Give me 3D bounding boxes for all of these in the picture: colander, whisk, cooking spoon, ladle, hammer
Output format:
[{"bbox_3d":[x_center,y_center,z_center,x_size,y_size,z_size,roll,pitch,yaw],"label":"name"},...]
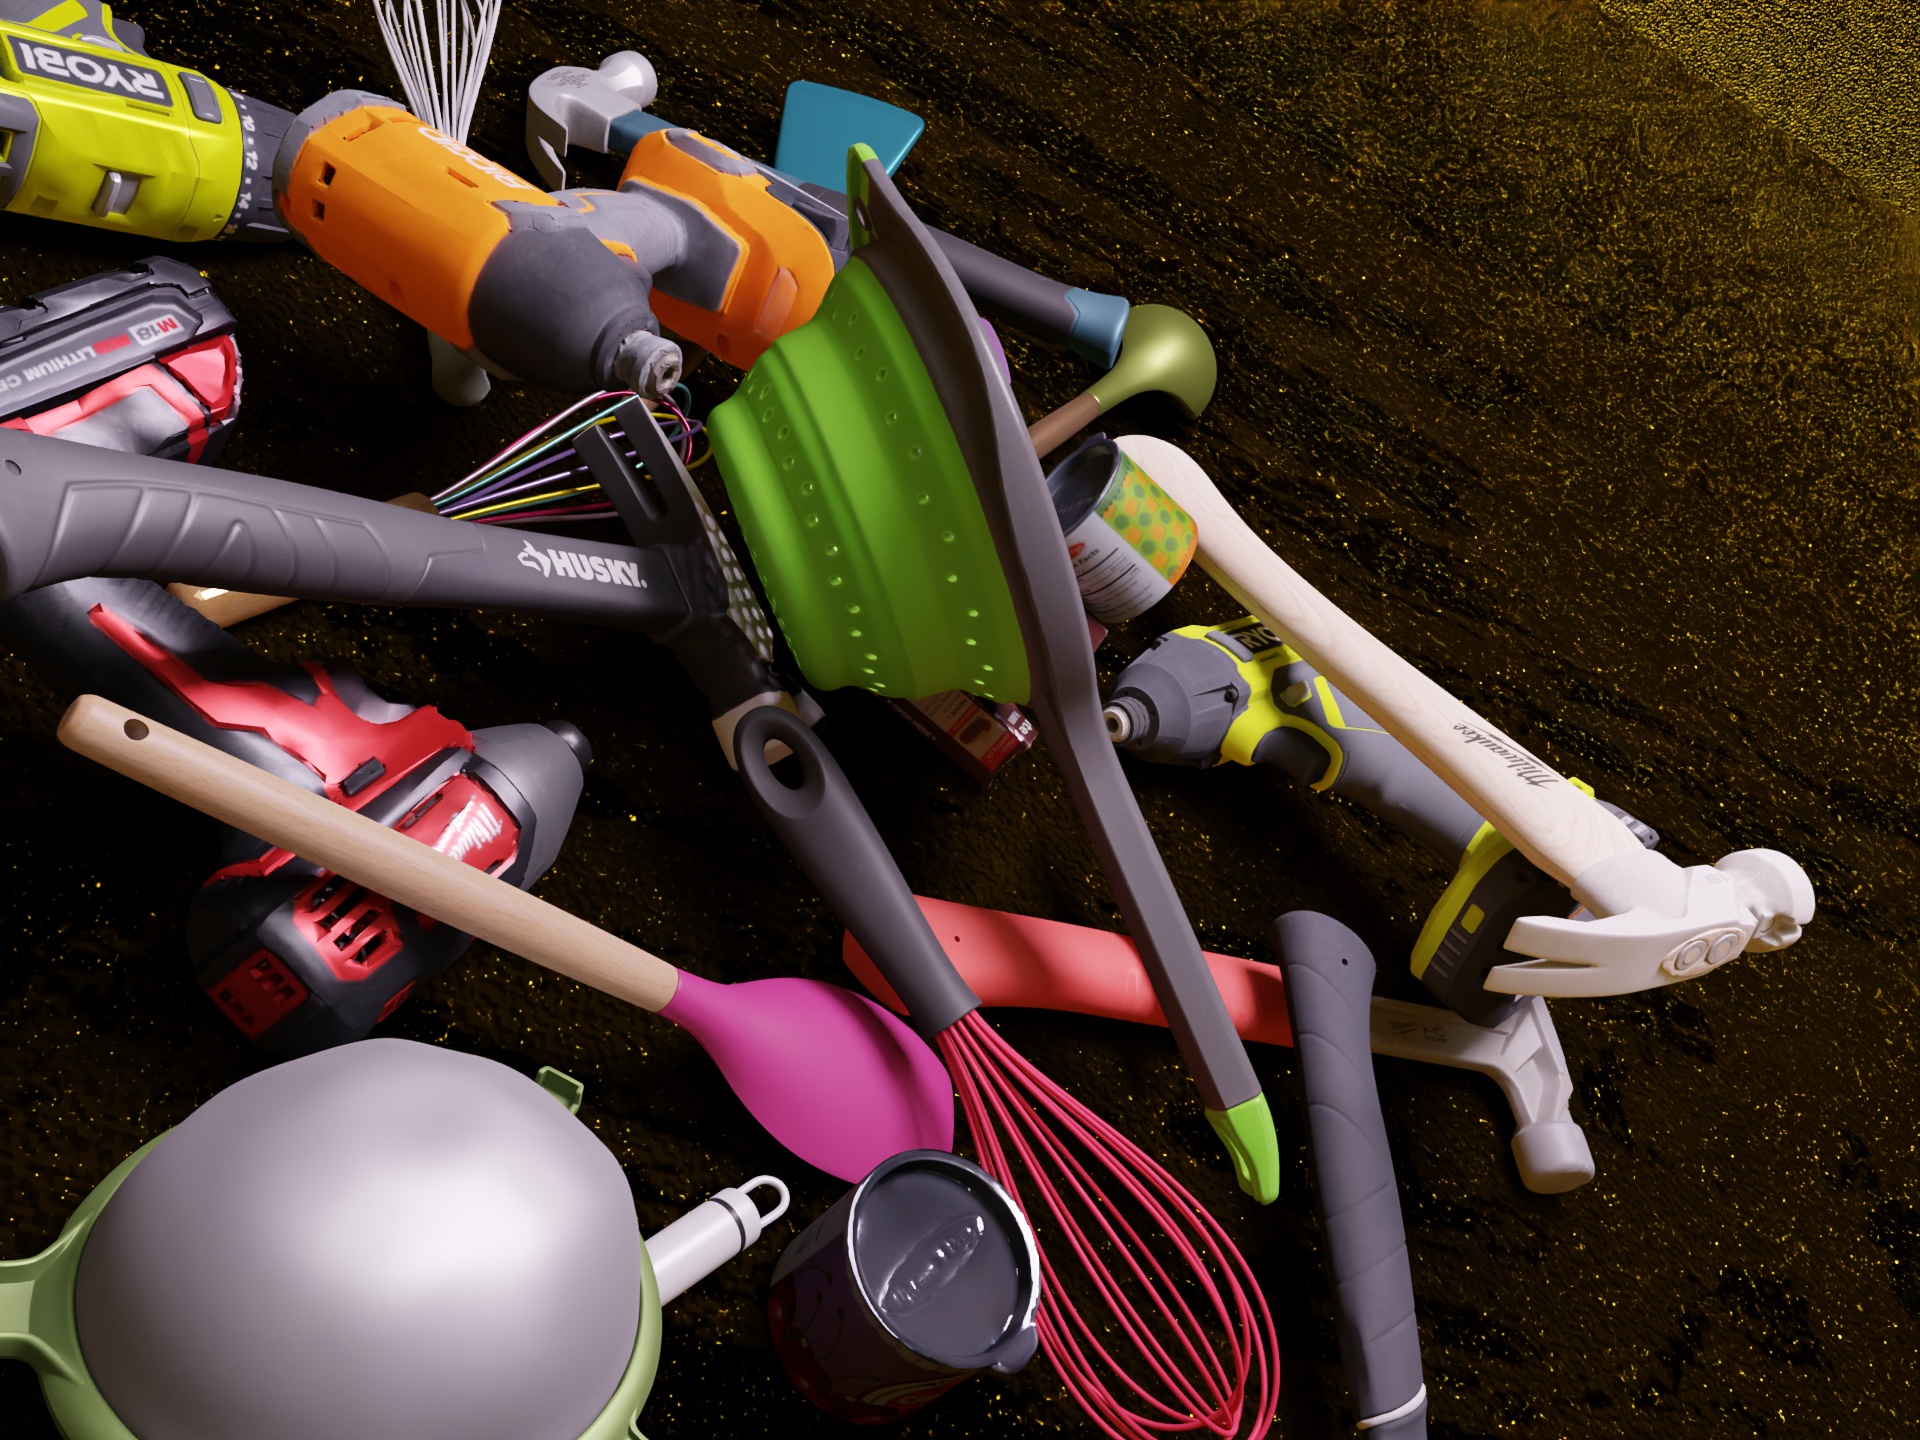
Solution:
[{"bbox_3d":[-0.001,-0.002,0.576,0.094,0.204,0.397,-22,84,-5],"label":"colander"},{"bbox_3d":[-0.184,-0.083,0.608,0.047,0.051,0.245,51,44,4],"label":"whisk"},{"bbox_3d":[-0.109,0.072,0.477,0.318,0.017,0.069,34,42,-35],"label":"cooking spoon"},{"bbox_3d":[0.049,-0.153,0.857,0.078,0.062,0.320,48,48,1],"label":"ladle"},{"bbox_3d":[-0.222,-0.247,0.688,0.059,0.057,0.246,-8,73,-3],"label":"whisk"},{"bbox_3d":[-0.067,-0.250,0.781,0.331,0.033,0.128,26,39,11],"label":"hammer"},{"bbox_3d":[-0.159,-0.053,0.478,0.146,0.035,0.334,65,20,10],"label":"hammer"},{"bbox_3d":[0.142,0.251,0.533,0.149,0.036,0.409,17,51,-23],"label":"hammer"},{"bbox_3d":[0.009,0.118,0.536,0.073,0.073,0.296,-25,78,-47],"label":"whisk"},{"bbox_3d":[0.117,0.109,0.668,0.358,0.036,0.149,15,46,-27],"label":"hammer"},{"bbox_3d":[0.165,-0.028,0.706,0.146,0.038,0.411,-5,35,-28],"label":"hammer"}]

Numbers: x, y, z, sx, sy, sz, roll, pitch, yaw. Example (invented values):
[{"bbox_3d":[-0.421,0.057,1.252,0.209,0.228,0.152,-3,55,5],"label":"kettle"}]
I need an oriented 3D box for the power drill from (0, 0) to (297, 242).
[{"bbox_3d":[-0.346,-0.286,0.641,0.190,0.080,0.229,-4,59,-49],"label":"power drill"}]

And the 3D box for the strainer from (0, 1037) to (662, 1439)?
[{"bbox_3d":[-0.186,0.116,0.369,0.256,0.069,0.152,8,27,-30],"label":"strainer"}]

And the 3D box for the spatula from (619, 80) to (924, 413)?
[{"bbox_3d":[-0.103,-0.243,0.811,0.082,0.044,0.318,19,43,4],"label":"spatula"}]

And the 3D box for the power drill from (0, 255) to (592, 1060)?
[{"bbox_3d":[-0.213,-0.020,0.482,0.219,0.078,0.143,52,41,-8],"label":"power drill"}]

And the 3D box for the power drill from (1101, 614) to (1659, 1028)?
[{"bbox_3d":[0.180,0.031,0.721,0.223,0.080,0.171,38,34,29],"label":"power drill"}]

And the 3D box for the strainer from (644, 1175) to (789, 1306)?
[{"bbox_3d":[-0.135,0.179,0.413,0.087,0.050,0.258,40,35,22],"label":"strainer"}]

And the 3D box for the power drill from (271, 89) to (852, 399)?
[{"bbox_3d":[-0.127,-0.177,0.628,0.164,0.084,0.226,34,26,16],"label":"power drill"}]

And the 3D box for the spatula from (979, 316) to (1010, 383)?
[{"bbox_3d":[0.011,-0.137,0.779,0.059,0.018,0.316,8,36,-16],"label":"spatula"}]
